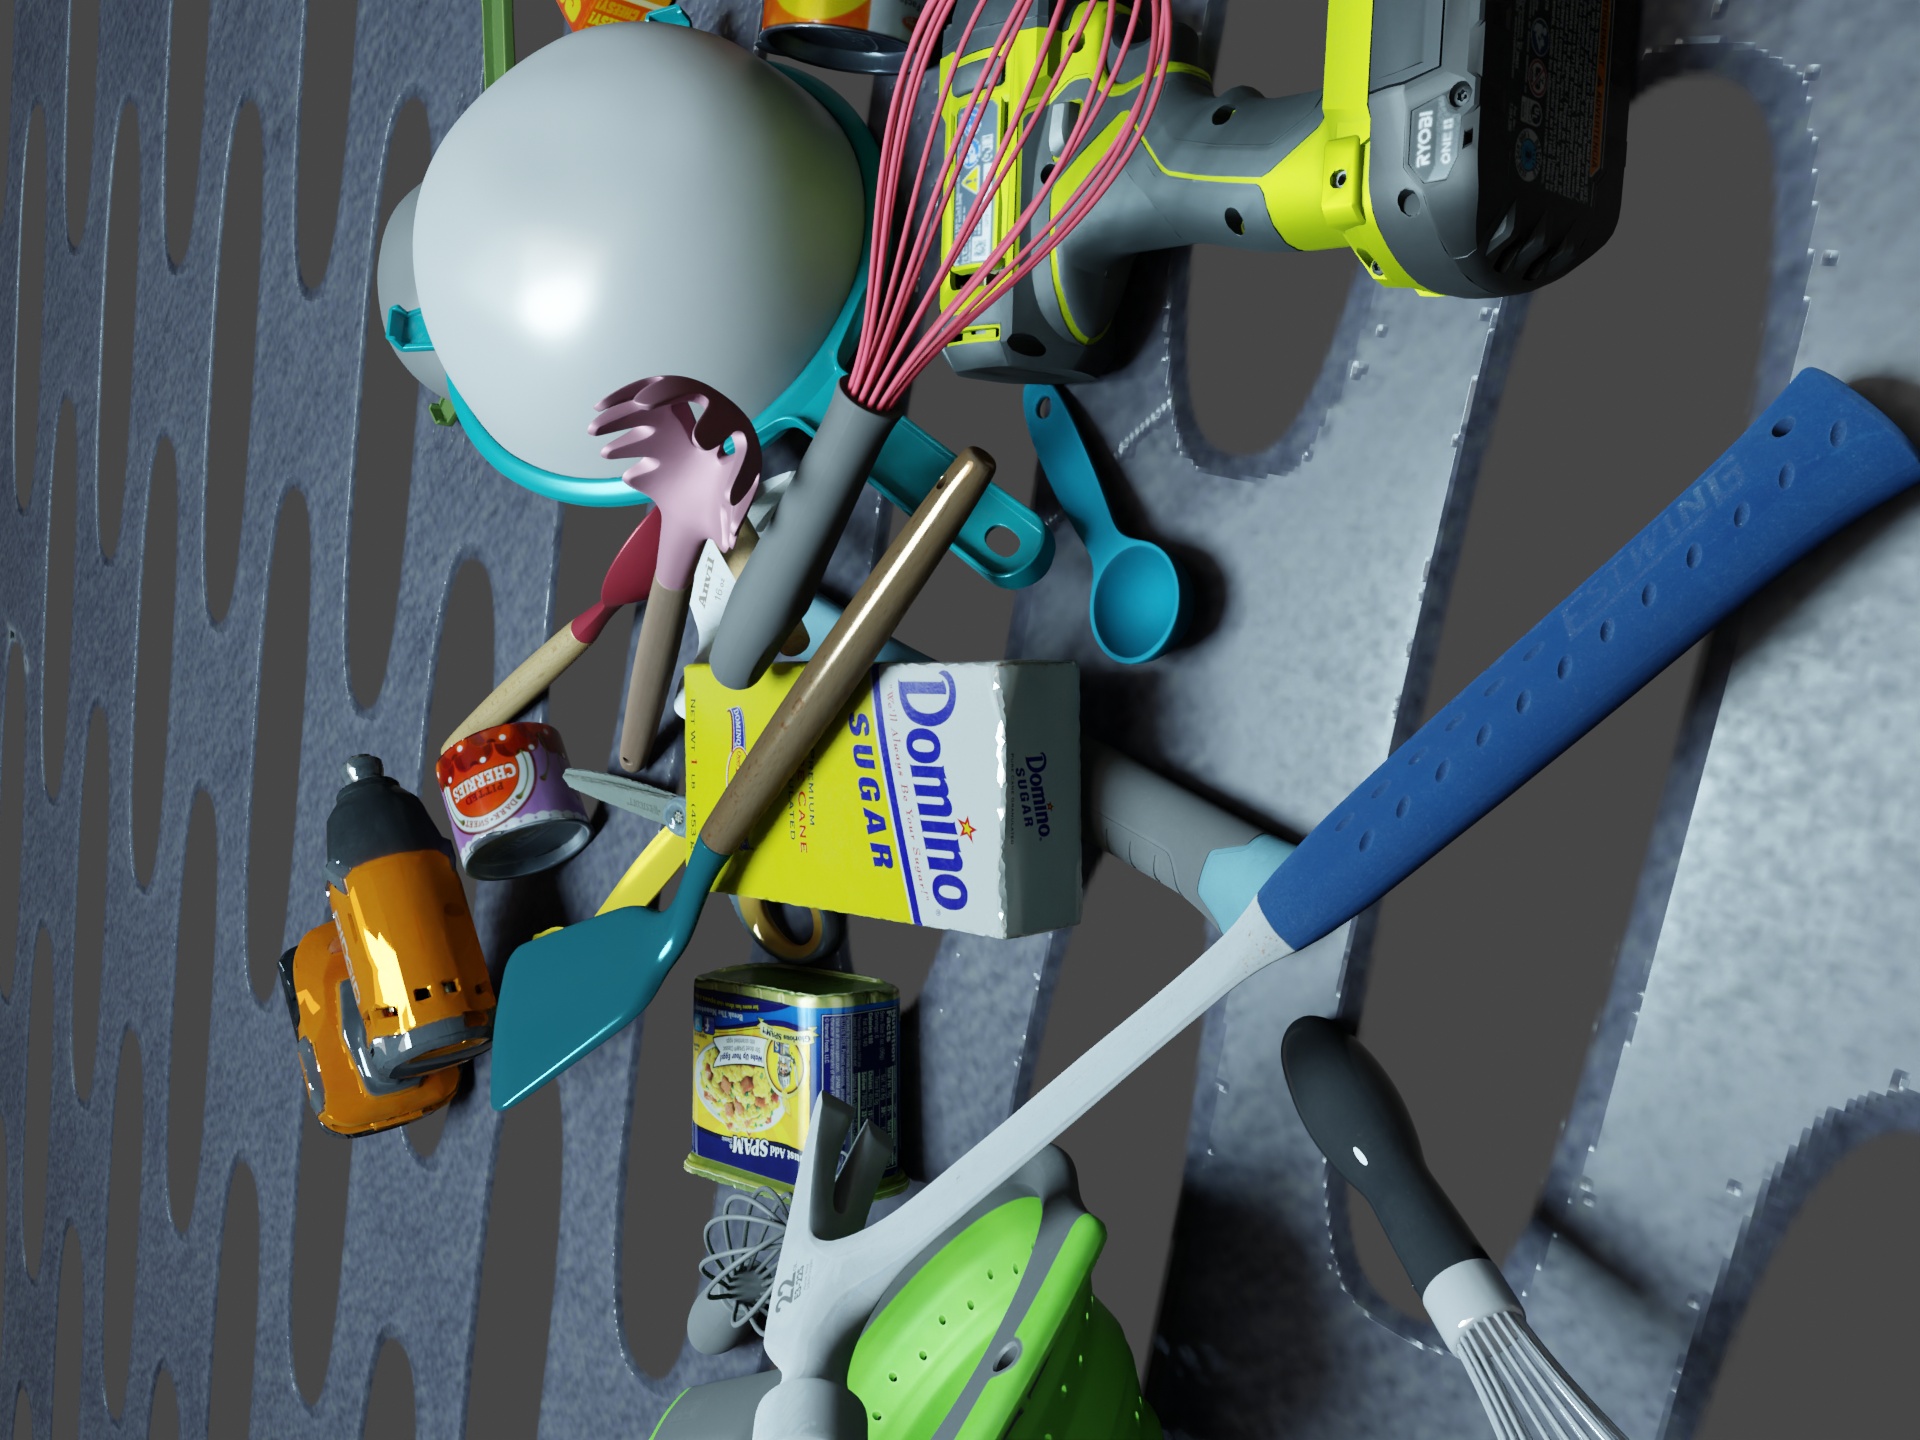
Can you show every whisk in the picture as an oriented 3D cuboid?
[{"bbox_3d":[0.144,0.174,0.396,0.070,0.070,0.285,-65,27,25],"label":"whisk"},{"bbox_3d":[-0.089,0.235,0.649,0.055,0.055,0.238,65,155,21],"label":"whisk"},{"bbox_3d":[-0.020,-0.118,0.500,0.073,0.073,0.295,54,130,29],"label":"whisk"}]

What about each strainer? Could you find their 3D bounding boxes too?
[{"bbox_3d":[-0.098,-0.161,0.598,0.211,0.095,0.341,-49,61,0],"label":"strainer"},{"bbox_3d":[-0.261,-0.282,0.826,0.151,0.069,0.256,4,96,45],"label":"strainer"}]

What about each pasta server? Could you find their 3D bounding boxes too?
[{"bbox_3d":[-0.123,-0.040,0.639,0.060,0.040,0.316,35,150,1],"label":"pasta server"}]

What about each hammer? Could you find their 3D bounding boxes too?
[{"bbox_3d":[0.080,0.059,0.451,0.405,0.035,0.144,-45,20,19],"label":"hammer"},{"bbox_3d":[-0.001,-0.002,0.605,0.331,0.033,0.128,30,114,40],"label":"hammer"}]

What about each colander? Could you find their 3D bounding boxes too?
[{"bbox_3d":[-0.032,0.286,0.607,0.094,0.204,0.397,41,145,-4],"label":"colander"}]

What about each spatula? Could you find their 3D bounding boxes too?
[{"bbox_3d":[-0.085,0.024,0.571,0.317,0.044,0.082,-53,29,29],"label":"spatula"}]

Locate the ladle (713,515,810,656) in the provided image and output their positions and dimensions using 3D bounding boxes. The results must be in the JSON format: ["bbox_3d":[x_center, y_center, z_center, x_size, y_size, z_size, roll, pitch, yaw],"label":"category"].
[{"bbox_3d":[-0.134,-0.139,0.681,0.078,0.062,0.321,-39,51,8],"label":"ladle"}]

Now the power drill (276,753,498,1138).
[{"bbox_3d":[-0.310,0.126,0.853,0.226,0.084,0.164,-46,61,54],"label":"power drill"}]

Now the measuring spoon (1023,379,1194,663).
[{"bbox_3d":[0.052,-0.074,0.564,0.042,0.021,0.129,-46,52,37],"label":"measuring spoon"}]

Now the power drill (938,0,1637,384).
[{"bbox_3d":[0.080,-0.198,0.486,0.223,0.080,0.171,8,98,48],"label":"power drill"}]

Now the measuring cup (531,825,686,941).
[{"bbox_3d":[-0.162,0.098,0.784,0.156,0.029,0.062,-48,60,21],"label":"measuring cup"}]

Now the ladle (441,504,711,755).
[{"bbox_3d":[-0.201,-0.036,0.799,0.031,0.069,0.315,53,137,-6],"label":"ladle"}]
